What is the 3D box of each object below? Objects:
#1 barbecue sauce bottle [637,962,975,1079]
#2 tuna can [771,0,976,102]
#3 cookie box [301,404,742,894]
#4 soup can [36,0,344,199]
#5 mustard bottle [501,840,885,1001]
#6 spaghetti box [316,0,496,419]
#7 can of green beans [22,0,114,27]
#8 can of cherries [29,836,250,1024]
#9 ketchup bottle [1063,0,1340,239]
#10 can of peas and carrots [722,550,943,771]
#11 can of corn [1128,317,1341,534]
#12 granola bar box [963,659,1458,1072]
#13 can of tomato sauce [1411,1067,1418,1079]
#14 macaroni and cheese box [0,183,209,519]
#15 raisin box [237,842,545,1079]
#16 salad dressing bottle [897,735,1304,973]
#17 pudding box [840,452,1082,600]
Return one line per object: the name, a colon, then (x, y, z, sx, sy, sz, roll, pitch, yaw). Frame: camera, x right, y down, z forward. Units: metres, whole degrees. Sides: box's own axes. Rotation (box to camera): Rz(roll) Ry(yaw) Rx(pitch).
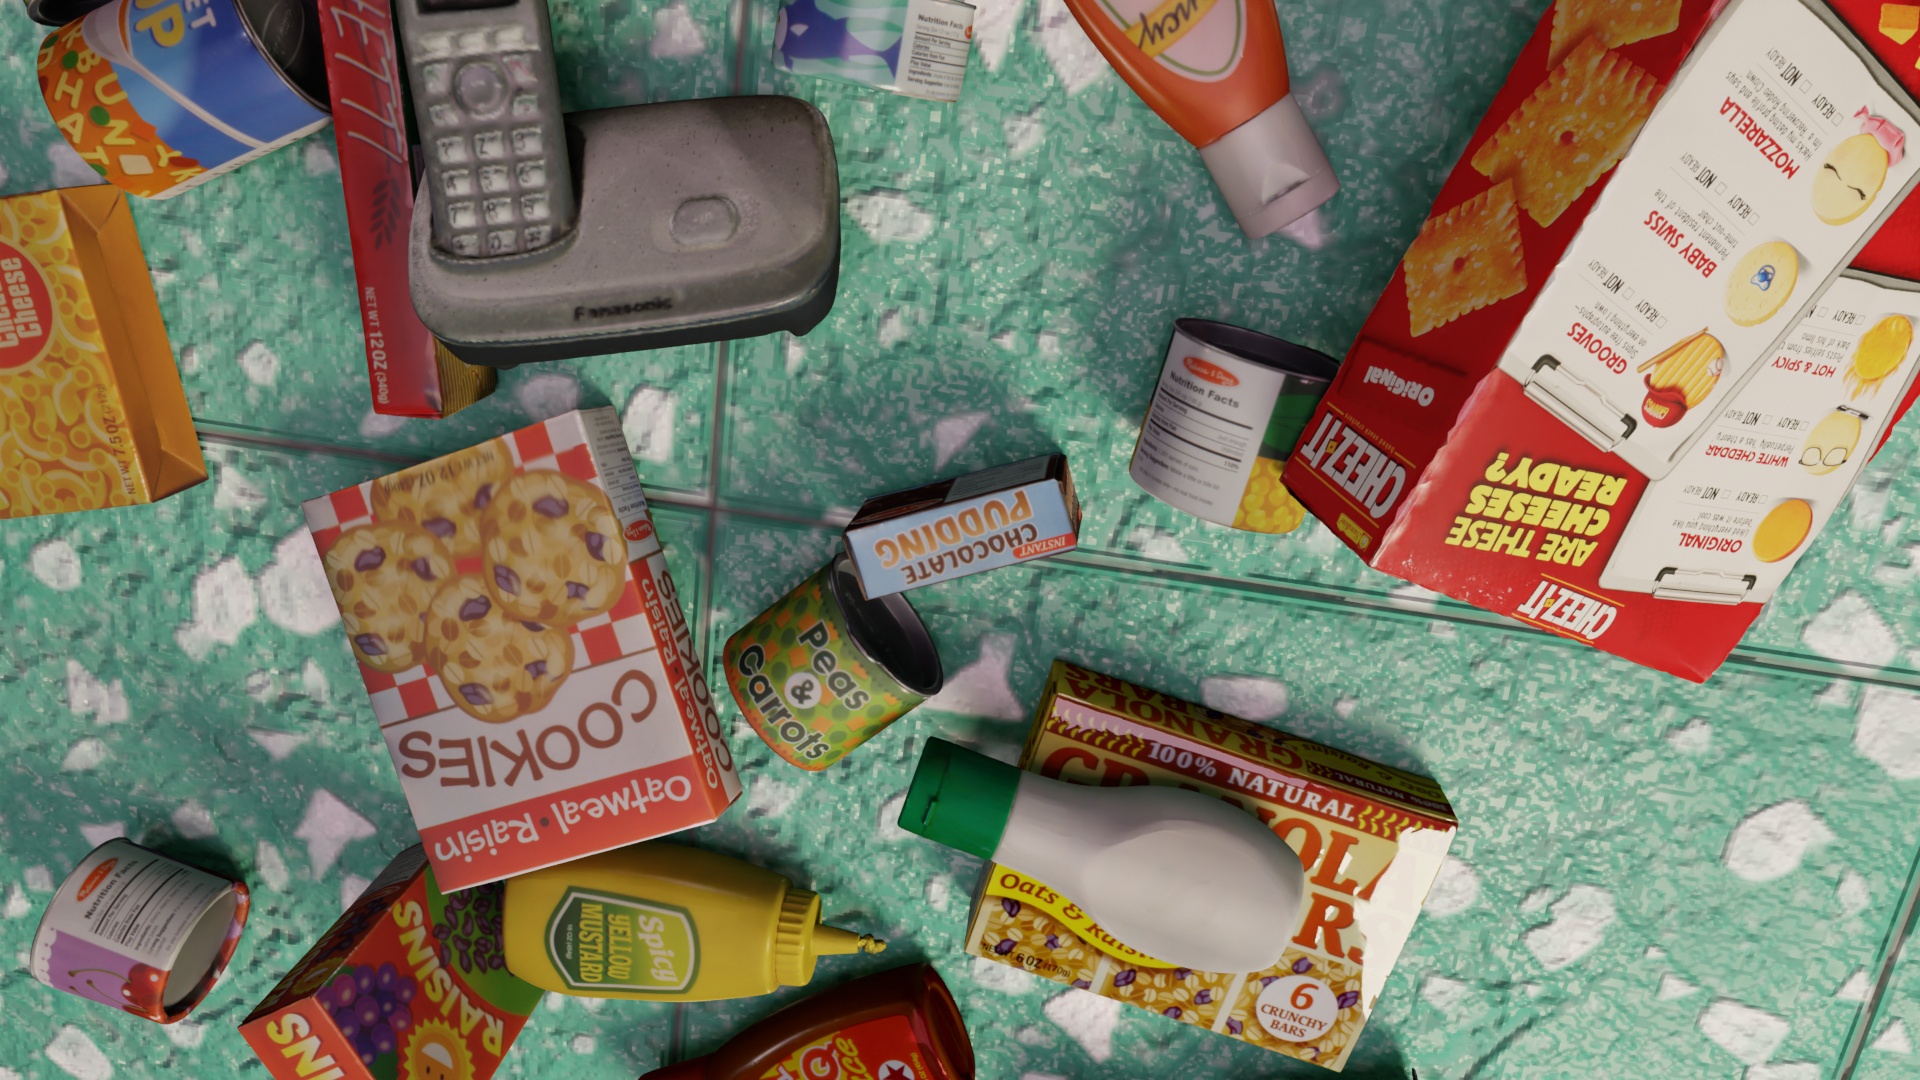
barbecue sauce bottle: (-0.072, 0.235, 0.613, 0.148, 0.044, 0.064, -20, 106, 12)
tuna can: (-0.032, -0.171, 0.470, 0.071, 0.071, 0.032, 12, 109, 2)
cookie box: (-0.172, 0.044, 0.554, 0.123, 0.040, 0.167, -17, 95, 11)
soup can: (-0.270, -0.169, 0.494, 0.084, 0.071, 0.071, -19, 105, 12)
mustard bottle: (-0.112, 0.164, 0.592, 0.160, 0.049, 0.065, 4, 104, 5)
spaghetti box: (-0.202, -0.170, 0.496, 0.029, 0.050, 0.249, 1, 107, 6)
can of green beans: (-0.304, -0.220, 0.483, 0.071, 0.071, 0.057, -20, 104, 12)
can of cherries: (-0.360, 0.174, 0.615, 0.058, 0.072, 0.071, 20, 109, -1)
ketchup bottle: (0.077, -0.174, 0.468, 0.064, 0.044, 0.148, -30, 103, 14)
can of peas and carrots: (-0.050, 0.048, 0.537, 0.058, 0.071, 0.071, -36, 101, 16)
can of corn: (0.101, -0.042, 0.497, 0.071, 0.071, 0.058, 16, 110, 1)
granola bar box: (0.098, 0.133, 0.565, 0.166, 0.039, 0.123, 18, 108, 0)
can of tomato sauce: (0.158, 0.266, 0.586, 0.083, 0.071, 0.071, -11, 106, 10)
macaroni and cheese box: (-0.404, -0.070, 0.555, 0.166, 0.040, 0.123, -6, 106, 8)
raisin box: (-0.226, 0.188, 0.573, 0.040, 0.124, 0.086, -24, 104, 13)
salad dressing bottle: (0.051, 0.114, 0.520, 0.148, 0.044, 0.064, 20, 108, 1)
pudding box: (0.002, -0.007, 0.526, 0.084, 0.050, 0.030, -14, 104, 10)
